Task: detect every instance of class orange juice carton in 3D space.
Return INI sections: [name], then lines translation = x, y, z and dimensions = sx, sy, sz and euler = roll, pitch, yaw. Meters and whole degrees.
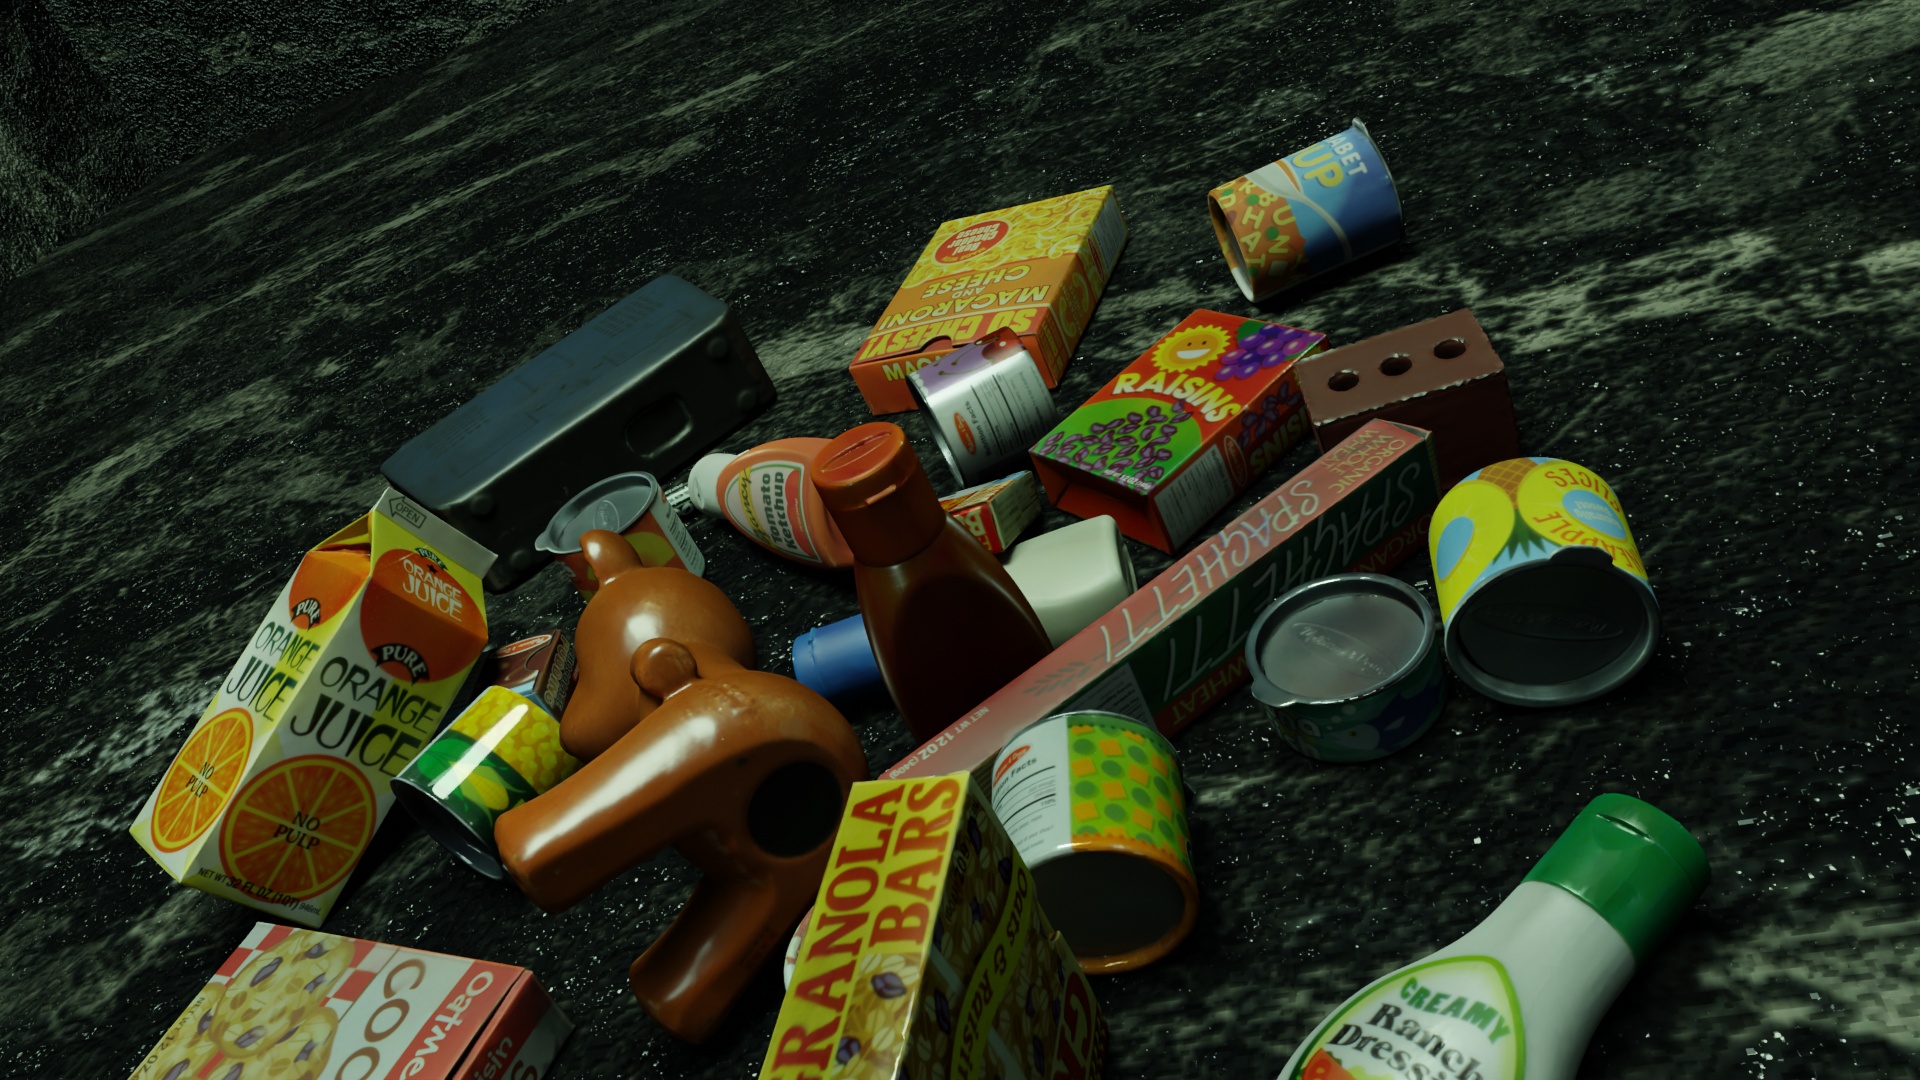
[orange juice carton]
translation = -0.295, 0.074, 0.659
dimensions = 0.073, 0.071, 0.193
euler = 12, 69, 43

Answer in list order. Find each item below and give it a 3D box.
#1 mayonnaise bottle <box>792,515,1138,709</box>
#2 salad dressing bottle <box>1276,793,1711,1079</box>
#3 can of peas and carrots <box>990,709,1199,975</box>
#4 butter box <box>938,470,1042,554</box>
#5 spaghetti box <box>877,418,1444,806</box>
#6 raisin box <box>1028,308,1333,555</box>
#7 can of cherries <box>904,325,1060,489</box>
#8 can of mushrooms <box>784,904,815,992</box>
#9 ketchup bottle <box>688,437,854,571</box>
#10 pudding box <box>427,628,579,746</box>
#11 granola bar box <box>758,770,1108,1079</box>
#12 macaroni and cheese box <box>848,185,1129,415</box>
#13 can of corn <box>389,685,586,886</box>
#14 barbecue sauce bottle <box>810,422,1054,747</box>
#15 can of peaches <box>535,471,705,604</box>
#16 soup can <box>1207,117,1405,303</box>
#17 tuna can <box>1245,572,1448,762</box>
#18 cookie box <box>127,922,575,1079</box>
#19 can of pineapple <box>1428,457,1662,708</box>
[mayonnaise bottle]
translation = 0.002, 0.036, 0.595
dimensions = 0.148, 0.041, 0.065
euler = -19, 26, 12
[salad dressing bottle]
translation = 0.142, 0.128, 0.369
dimensions = 0.148, 0.043, 0.064
euler = -39, 34, -20
[can of peas and carrots]
translation = 0.045, 0.100, 0.456
dimensions = 0.071, 0.070, 0.059
euler = -17, 34, 14
[butter box]
translation = 0.002, -0.008, 0.629
dimensions = 0.053, 0.024, 0.104
euler = -17, 6, 15
[spaghetti box]
translation = 0.084, 0.040, 0.526
dimensions = 0.251, 0.050, 0.029
euler = -35, 35, -14
[raisin box]
translation = 0.106, -0.054, 0.651
dimensions = 0.124, 0.040, 0.086
euler = -41, 35, -19
[can of cherries]
translation = 0.012, -0.069, 0.710
dimensions = 0.058, 0.071, 0.072
euler = -28, 33, -3
[can of mushrooms]
translation = -0.022, 0.143, 0.469
dimensions = 0.071, 0.033, 0.071
euler = -18, 33, 13
[ketchup bottle]
translation = -0.095, -0.023, 0.727
dimensions = 0.044, 0.064, 0.149
euler = -18, 16, -32
[pudding box]
translation = -0.237, 0.081, 0.703
dimensions = 0.083, 0.030, 0.050
euler = -18, 33, 12
[granola bar box]
translation = -0.006, 0.161, 0.349
dimensions = 0.039, 0.123, 0.166
euler = -11, 36, 22
[macaroni and cheese box]
translation = 0.020, -0.146, 0.835
dimensions = 0.123, 0.040, 0.167
euler = -6, 38, 29
[can of corn]
translation = -0.202, 0.108, 0.611
dimensions = 0.071, 0.071, 0.058
euler = 7, 45, 40
[barbecue sauce bottle]
translation = -0.008, 0.025, 0.518
dimensions = 0.065, 0.148, 0.044
euler = -29, 34, -4
[can of peaches]
translation = -0.180, 0.007, 0.741
dimensions = 0.071, 0.057, 0.071
euler = -18, 35, 13
[soup can]
translation = 0.181, -0.174, 0.737
dimensions = 0.084, 0.071, 0.072
euler = -23, 33, 5
[tuna can]
translation = 0.136, 0.046, 0.496
dimensions = 0.071, 0.032, 0.071
euler = -18, 34, 12
[cookie box]
translation = -0.244, 0.211, 0.516
dimensions = 0.167, 0.040, 0.123
euler = -3, 40, 31
[can of pineapple]
translation = 0.196, 0.012, 0.470
dimensions = 0.071, 0.070, 0.058
euler = -13, 35, 20
